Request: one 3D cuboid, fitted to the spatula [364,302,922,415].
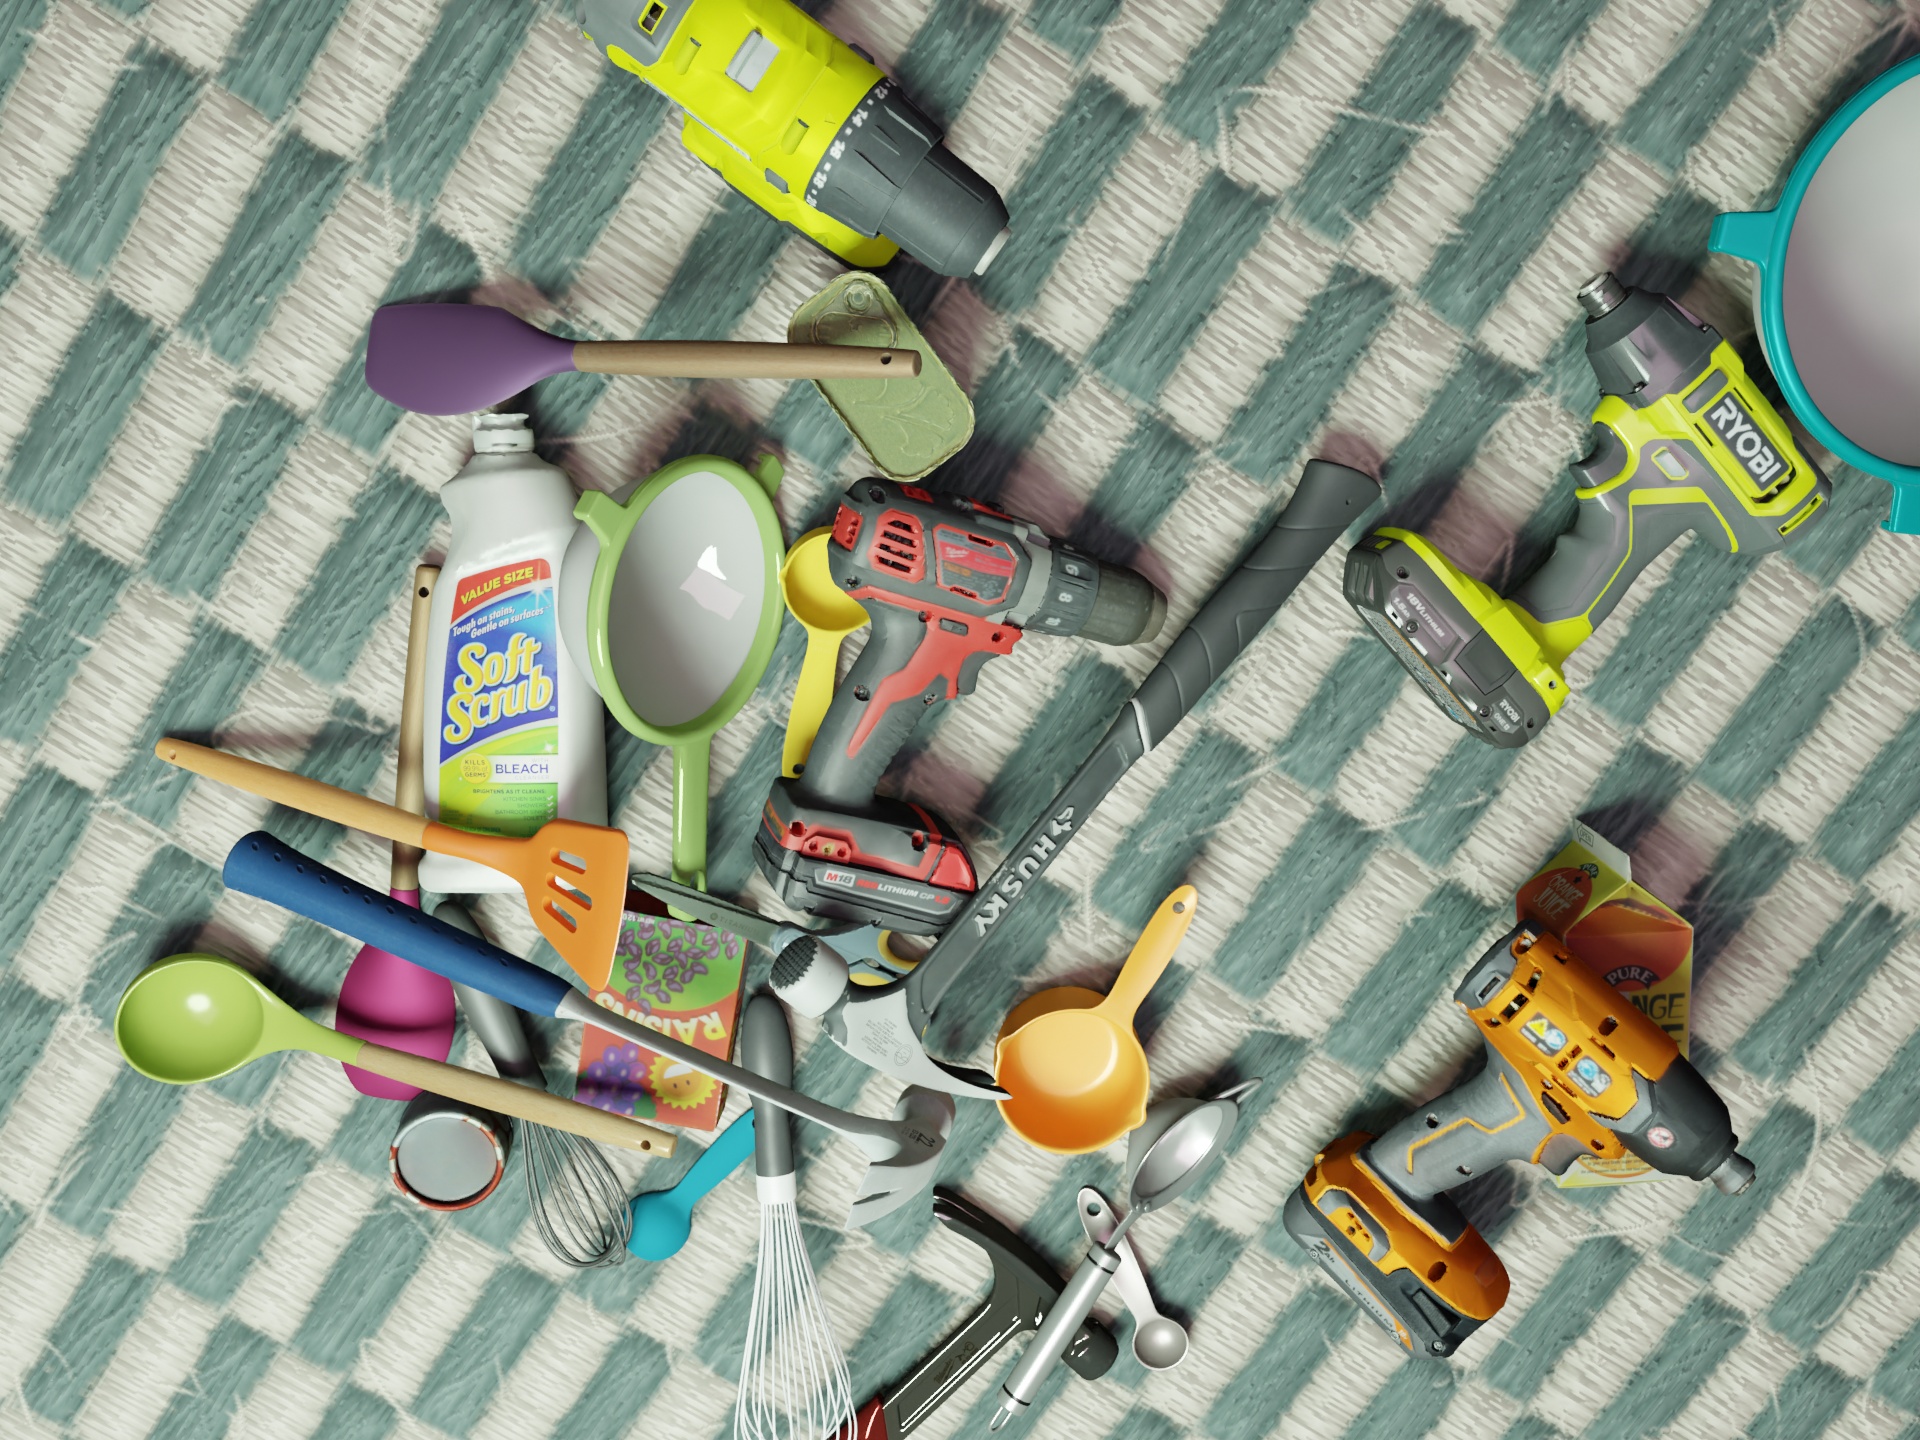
[{"bbox_3d":[-0.168,-0.179,0.792,0.316,0.018,0.060,5,88,20],"label":"spatula"}]

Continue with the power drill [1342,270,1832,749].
[{"bbox_3d":[0.320,-0.109,0.838,0.223,0.080,0.171,-43,100,4],"label":"power drill"}]

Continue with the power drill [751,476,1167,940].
[{"bbox_3d":[-0.001,-0.003,0.847,0.187,0.080,0.226,14,101,-22],"label":"power drill"}]

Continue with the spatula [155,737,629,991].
[{"bbox_3d":[-0.300,0.054,0.825,0.323,0.041,0.081,15,100,19],"label":"spatula"}]

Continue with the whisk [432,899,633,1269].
[{"bbox_3d":[-0.249,0.212,0.913,0.055,0.055,0.239,-21,99,4],"label":"whisk"}]

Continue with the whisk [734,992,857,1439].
[{"bbox_3d":[-0.104,0.299,0.912,0.070,0.070,0.284,-5,88,0],"label":"whisk"}]

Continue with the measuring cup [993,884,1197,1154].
[{"bbox_3d":[0.083,0.161,0.903,0.095,0.052,0.173,29,98,-6],"label":"measuring cup"}]

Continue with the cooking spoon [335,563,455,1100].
[{"bbox_3d":[-0.312,0.069,0.896,0.068,0.017,0.319,8,103,-2],"label":"cooking spoon"}]

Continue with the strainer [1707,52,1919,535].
[{"bbox_3d":[0.536,-0.266,0.797,0.340,0.095,0.211,-38,102,5],"label":"strainer"}]

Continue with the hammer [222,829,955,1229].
[{"bbox_3d":[-0.198,0.152,0.831,0.405,0.144,0.035,23,98,4],"label":"hammer"}]

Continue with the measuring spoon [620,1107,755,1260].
[{"bbox_3d":[-0.153,0.273,0.938,0.042,0.021,0.128,43,99,-9],"label":"measuring spoon"}]

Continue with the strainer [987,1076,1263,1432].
[{"bbox_3d":[0.086,0.302,0.920,0.050,0.086,0.258,32,89,37],"label":"strainer"}]

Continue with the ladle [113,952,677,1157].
[{"bbox_3d":[-0.311,0.196,0.874,0.320,0.062,0.078,14,105,8],"label":"ladle"}]

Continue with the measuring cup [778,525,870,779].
[{"bbox_3d":[-0.079,-0.034,0.878,0.062,0.029,0.156,8,114,-12],"label":"measuring cup"}]

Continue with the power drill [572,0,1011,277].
[{"bbox_3d":[-0.063,-0.263,0.721,0.190,0.228,0.080,35,99,-7],"label":"power drill"}]

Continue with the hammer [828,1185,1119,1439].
[{"bbox_3d":[-0.079,0.449,0.969,0.149,0.037,0.359,43,98,-9],"label":"hammer"}]

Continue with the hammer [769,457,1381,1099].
[{"bbox_3d":[0.084,0.022,0.833,0.409,0.036,0.149,-49,119,-6],"label":"hammer"}]

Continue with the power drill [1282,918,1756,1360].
[{"bbox_3d":[0.295,0.238,0.851,0.164,0.084,0.226,43,120,21],"label":"power drill"}]

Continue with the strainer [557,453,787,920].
[{"bbox_3d":[-0.163,-0.017,0.843,0.069,0.151,0.256,15,113,27],"label":"strainer"}]

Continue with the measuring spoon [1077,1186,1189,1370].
[{"bbox_3d":[0.101,0.334,0.961,0.034,0.018,0.124,-26,94,5],"label":"measuring spoon"}]
